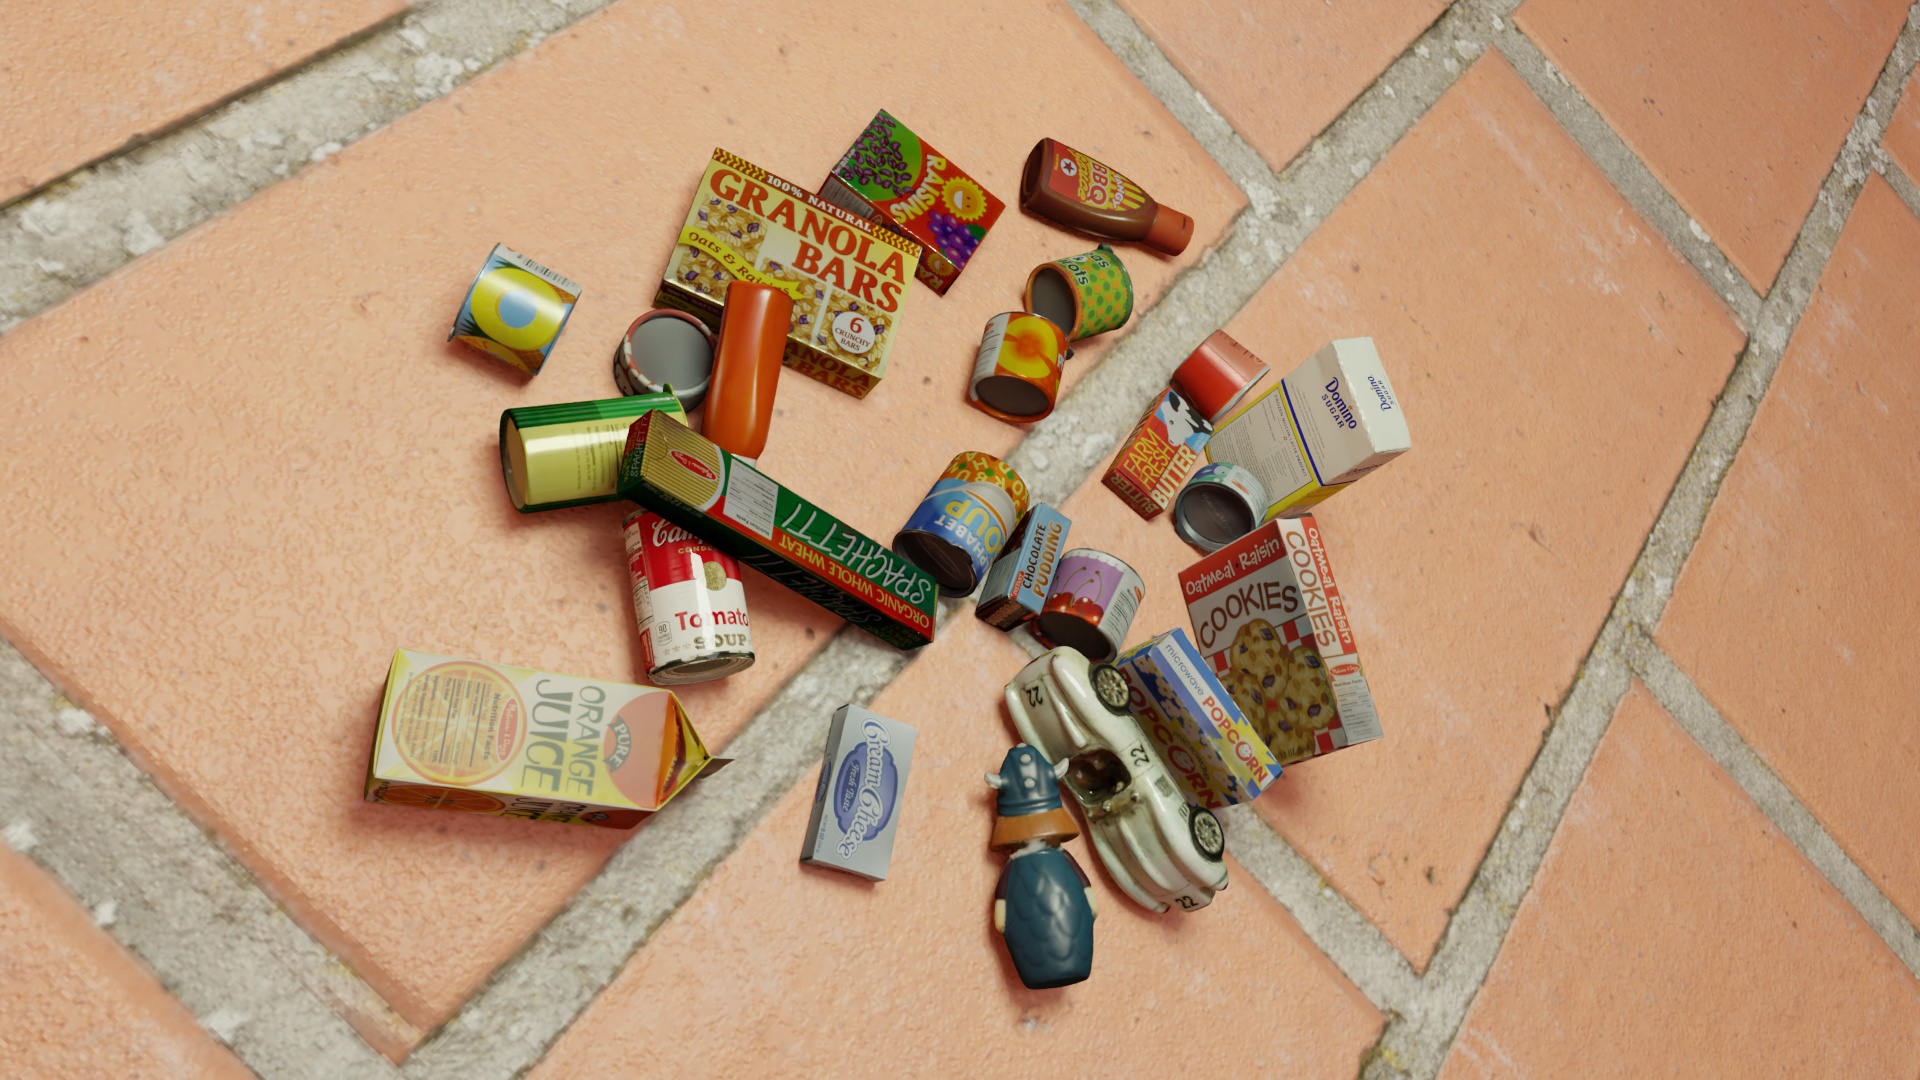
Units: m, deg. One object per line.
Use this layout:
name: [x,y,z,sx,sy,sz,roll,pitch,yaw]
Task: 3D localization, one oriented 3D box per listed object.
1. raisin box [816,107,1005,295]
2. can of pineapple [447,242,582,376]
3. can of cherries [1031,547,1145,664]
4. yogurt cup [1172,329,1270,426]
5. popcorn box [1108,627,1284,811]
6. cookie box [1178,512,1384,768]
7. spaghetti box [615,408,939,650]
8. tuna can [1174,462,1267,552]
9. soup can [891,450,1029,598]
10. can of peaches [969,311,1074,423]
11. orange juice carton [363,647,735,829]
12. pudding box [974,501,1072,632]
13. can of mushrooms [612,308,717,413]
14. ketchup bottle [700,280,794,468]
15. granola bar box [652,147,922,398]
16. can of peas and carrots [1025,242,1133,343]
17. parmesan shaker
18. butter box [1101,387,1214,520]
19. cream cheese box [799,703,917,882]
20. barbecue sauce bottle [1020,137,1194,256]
raisin box: [-0.038,-0.260,1.069,0.123,0.040,0.086,36,57,-9]
can of pineapple: [-0.280,-0.143,0.876,0.058,0.070,0.071,27,60,-16]
can of cherries: [0.089,0.048,0.995,0.071,0.071,0.059,35,59,-11]
yogurt cup: [0.211,-0.135,1.135,0.054,0.072,0.073,46,56,5]
popcorn box: [0.157,0.130,0.983,0.038,0.085,0.126,-35,89,-33]
cookie box: [0.231,0.079,1.020,0.040,0.122,0.168,-4,72,-30]
spaghetti box: [-0.106,0.000,0.875,0.249,0.028,0.050,33,48,-39]
tuna can: [0.202,-0.025,1.083,0.071,0.070,0.033,47,45,-4]
soup can: [0.003,-0.012,0.968,0.071,0.071,0.084,40,57,-8]
can of peaches: [0.046,-0.128,1.041,0.071,0.071,0.058,24,61,-17]
orange juice carton: [-0.230,0.118,0.790,0.193,0.071,0.073,12,65,-23]
pudding box: [0.045,0.019,0.991,0.030,0.049,0.084,30,59,-16]
can of mushrooms: [-0.197,-0.121,0.930,0.071,0.033,0.071,10,66,-24]
ketchup bottle: [-0.144,-0.092,0.911,0.043,0.064,0.149,10,88,3]
granola bar box: [-0.121,-0.190,0.995,0.165,0.039,0.125,23,62,-18]
can of peas and carrots: [0.093,-0.193,1.092,0.059,0.070,0.071,-21,81,-32]
parmesan shaker: [-0.228,-0.058,0.866,0.103,0.071,0.071,-10,75,-30]
butter box: [0.158,-0.069,1.102,0.053,0.024,0.104,41,57,-8]
cream cheese box: [-0.064,0.162,0.889,0.053,0.024,0.104,22,61,-20]
barbecue sauce bottle: [0.124,-0.280,1.160,0.148,0.043,0.065,18,62,-21]
